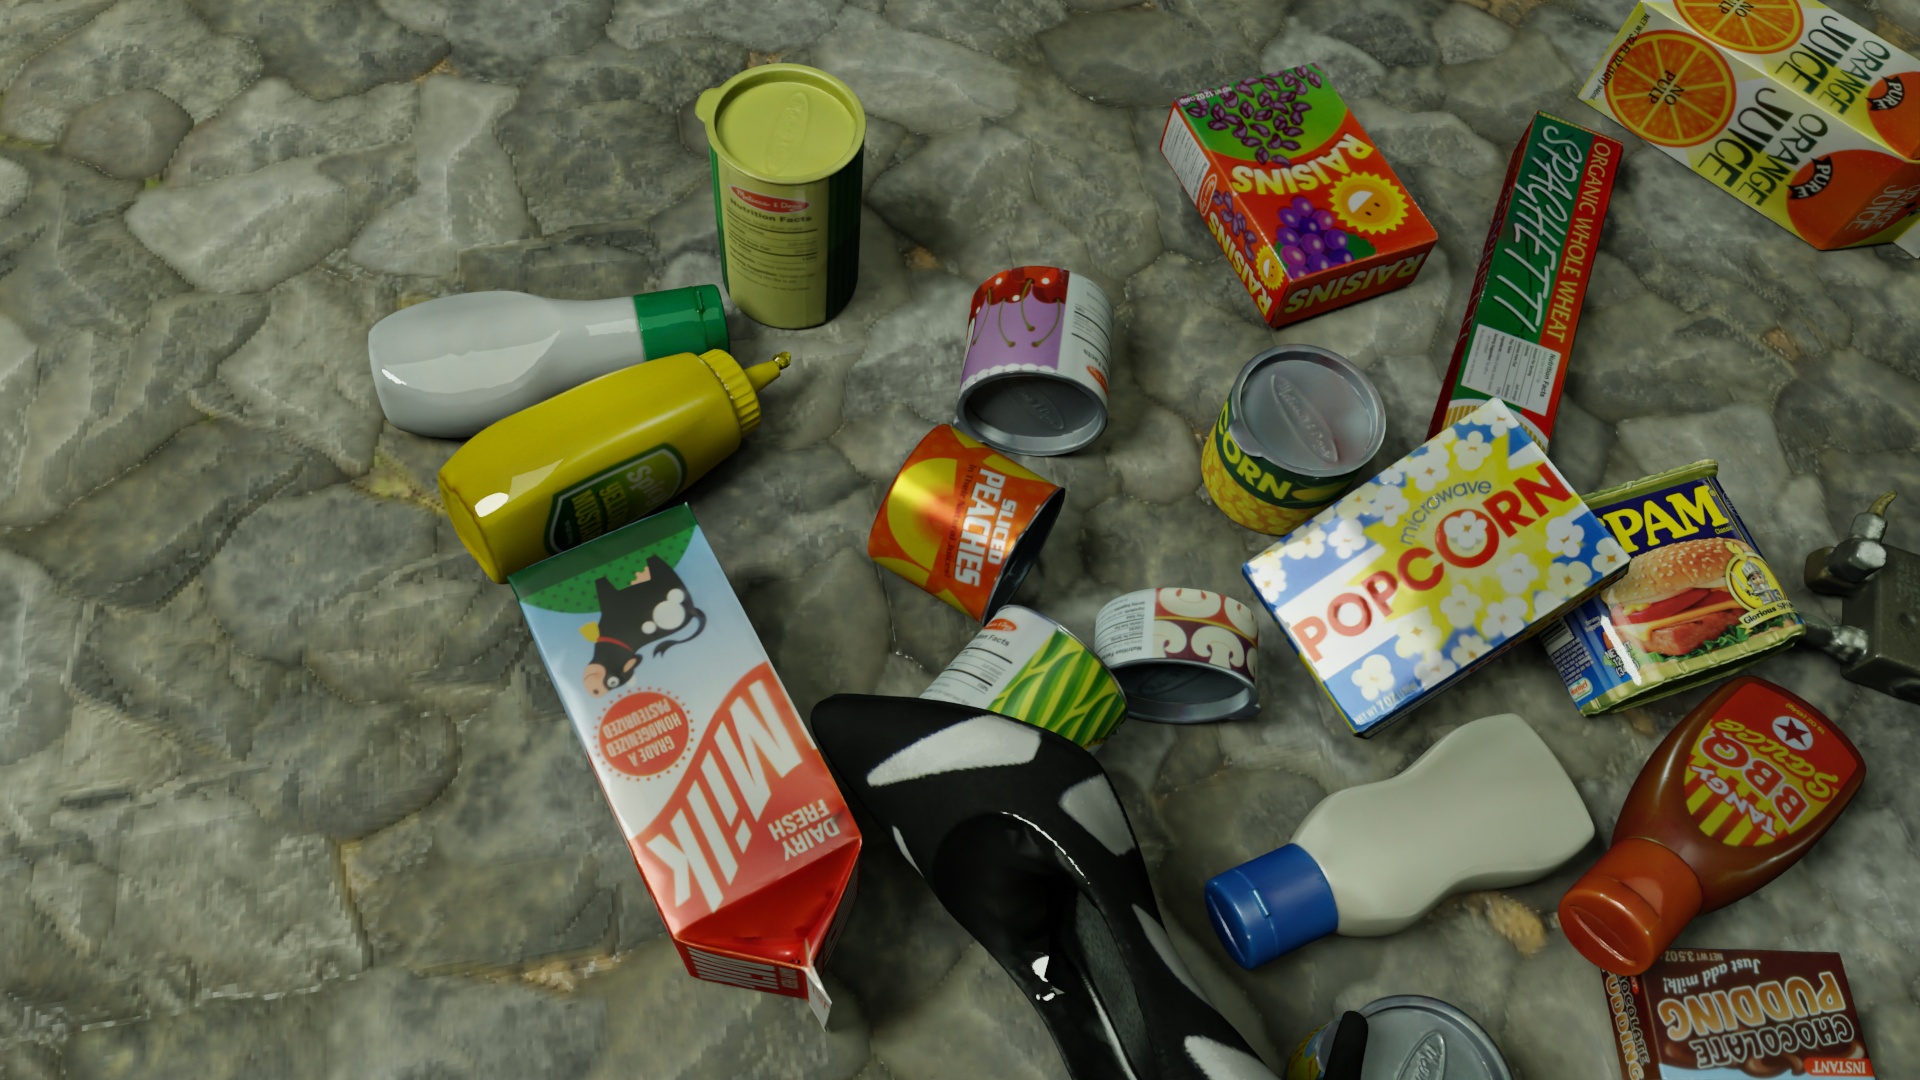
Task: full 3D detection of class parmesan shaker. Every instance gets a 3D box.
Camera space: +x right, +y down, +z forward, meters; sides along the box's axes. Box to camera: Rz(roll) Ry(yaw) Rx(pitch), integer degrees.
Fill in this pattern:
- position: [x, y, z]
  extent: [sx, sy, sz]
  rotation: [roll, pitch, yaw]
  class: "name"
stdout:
- position: [-0.079, -0.152, 0.620]
  extent: [0.071, 0.102, 0.071]
  rotation: [3, 63, -5]
  class: "parmesan shaker"

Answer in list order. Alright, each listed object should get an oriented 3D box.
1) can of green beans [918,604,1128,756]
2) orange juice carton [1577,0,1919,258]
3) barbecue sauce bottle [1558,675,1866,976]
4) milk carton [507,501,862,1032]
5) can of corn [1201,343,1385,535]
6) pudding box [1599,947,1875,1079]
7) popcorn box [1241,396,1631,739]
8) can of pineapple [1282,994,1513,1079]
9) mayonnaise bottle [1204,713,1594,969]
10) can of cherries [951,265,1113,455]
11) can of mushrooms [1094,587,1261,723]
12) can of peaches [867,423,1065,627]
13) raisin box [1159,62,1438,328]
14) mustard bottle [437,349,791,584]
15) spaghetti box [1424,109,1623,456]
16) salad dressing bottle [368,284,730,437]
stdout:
- position: [0.022, 0.068, 0.538]
  extent: [0.071, 0.071, 0.058]
  rotation: [38, 66, 13]
  class: "can of green beans"
- position: [0.437, -0.223, 0.727]
  extent: [0.193, 0.071, 0.073]
  rotation: [40, 67, 15]
  class: "orange juice carton"
- position: [0.288, 0.112, 0.540]
  extent: [0.149, 0.043, 0.065]
  rotation: [-29, 60, -30]
  class: "barbecue sauce bottle"
- position: [-0.092, 0.089, 0.512]
  extent: [0.073, 0.072, 0.191]
  rotation: [-24, 68, -17]
  class: "milk carton"
- position: [0.142, -0.042, 0.611]
  extent: [0.071, 0.058, 0.071]
  rotation: [2, 63, -5]
  class: "can of corn"
- position: [0.292, 0.182, 0.526]
  extent: [0.084, 0.030, 0.050]
  rotation: [3, 63, -4]
  class: "pudding box"
- position: [0.192, 0.013, 0.569]
  extent: [0.126, 0.038, 0.085]
  rotation: [-35, 67, 10]
  class: "popcorn box"
- position: [0.151, 0.197, 0.489]
  extent: [0.071, 0.057, 0.071]
  rotation: [2, 62, -5]
  class: "can of pineapple"
- position: [0.168, 0.121, 0.540]
  extent: [0.148, 0.041, 0.065]
  rotation: [-20, 63, -14]
  class: "mayonnaise bottle"
- position: [0.031, -0.079, 0.616]
  extent: [0.071, 0.071, 0.058]
  rotation: [8, 63, -2]
  class: "can of cherries"
- position: [0.088, 0.048, 0.556]
  extent: [0.071, 0.070, 0.033]
  rotation: [8, 62, -2]
  class: "can of mushrooms"
- position: [0.002, -0.007, 0.572]
  extent: [0.058, 0.071, 0.071]
  rotation: [30, 64, 11]
  class: "can of peaches"
- position: [0.166, -0.174, 0.693]
  extent: [0.086, 0.040, 0.124]
  rotation: [-18, 65, -15]
  class: "raisin box"
- position: [-0.135, -0.043, 0.582]
  extent: [0.161, 0.065, 0.049]
  rotation: [-33, 66, -24]
  class: "mustard bottle"
- position: [0.274, -0.110, 0.676]
  extent: [0.050, 0.028, 0.251]
  rotation: [23, 63, 6]
  class: "spaghetti box"
- position: [-0.177, -0.084, 0.610]
  extent: [0.148, 0.043, 0.064]
  rotation: [-11, 63, -12]
  class: "salad dressing bottle"
